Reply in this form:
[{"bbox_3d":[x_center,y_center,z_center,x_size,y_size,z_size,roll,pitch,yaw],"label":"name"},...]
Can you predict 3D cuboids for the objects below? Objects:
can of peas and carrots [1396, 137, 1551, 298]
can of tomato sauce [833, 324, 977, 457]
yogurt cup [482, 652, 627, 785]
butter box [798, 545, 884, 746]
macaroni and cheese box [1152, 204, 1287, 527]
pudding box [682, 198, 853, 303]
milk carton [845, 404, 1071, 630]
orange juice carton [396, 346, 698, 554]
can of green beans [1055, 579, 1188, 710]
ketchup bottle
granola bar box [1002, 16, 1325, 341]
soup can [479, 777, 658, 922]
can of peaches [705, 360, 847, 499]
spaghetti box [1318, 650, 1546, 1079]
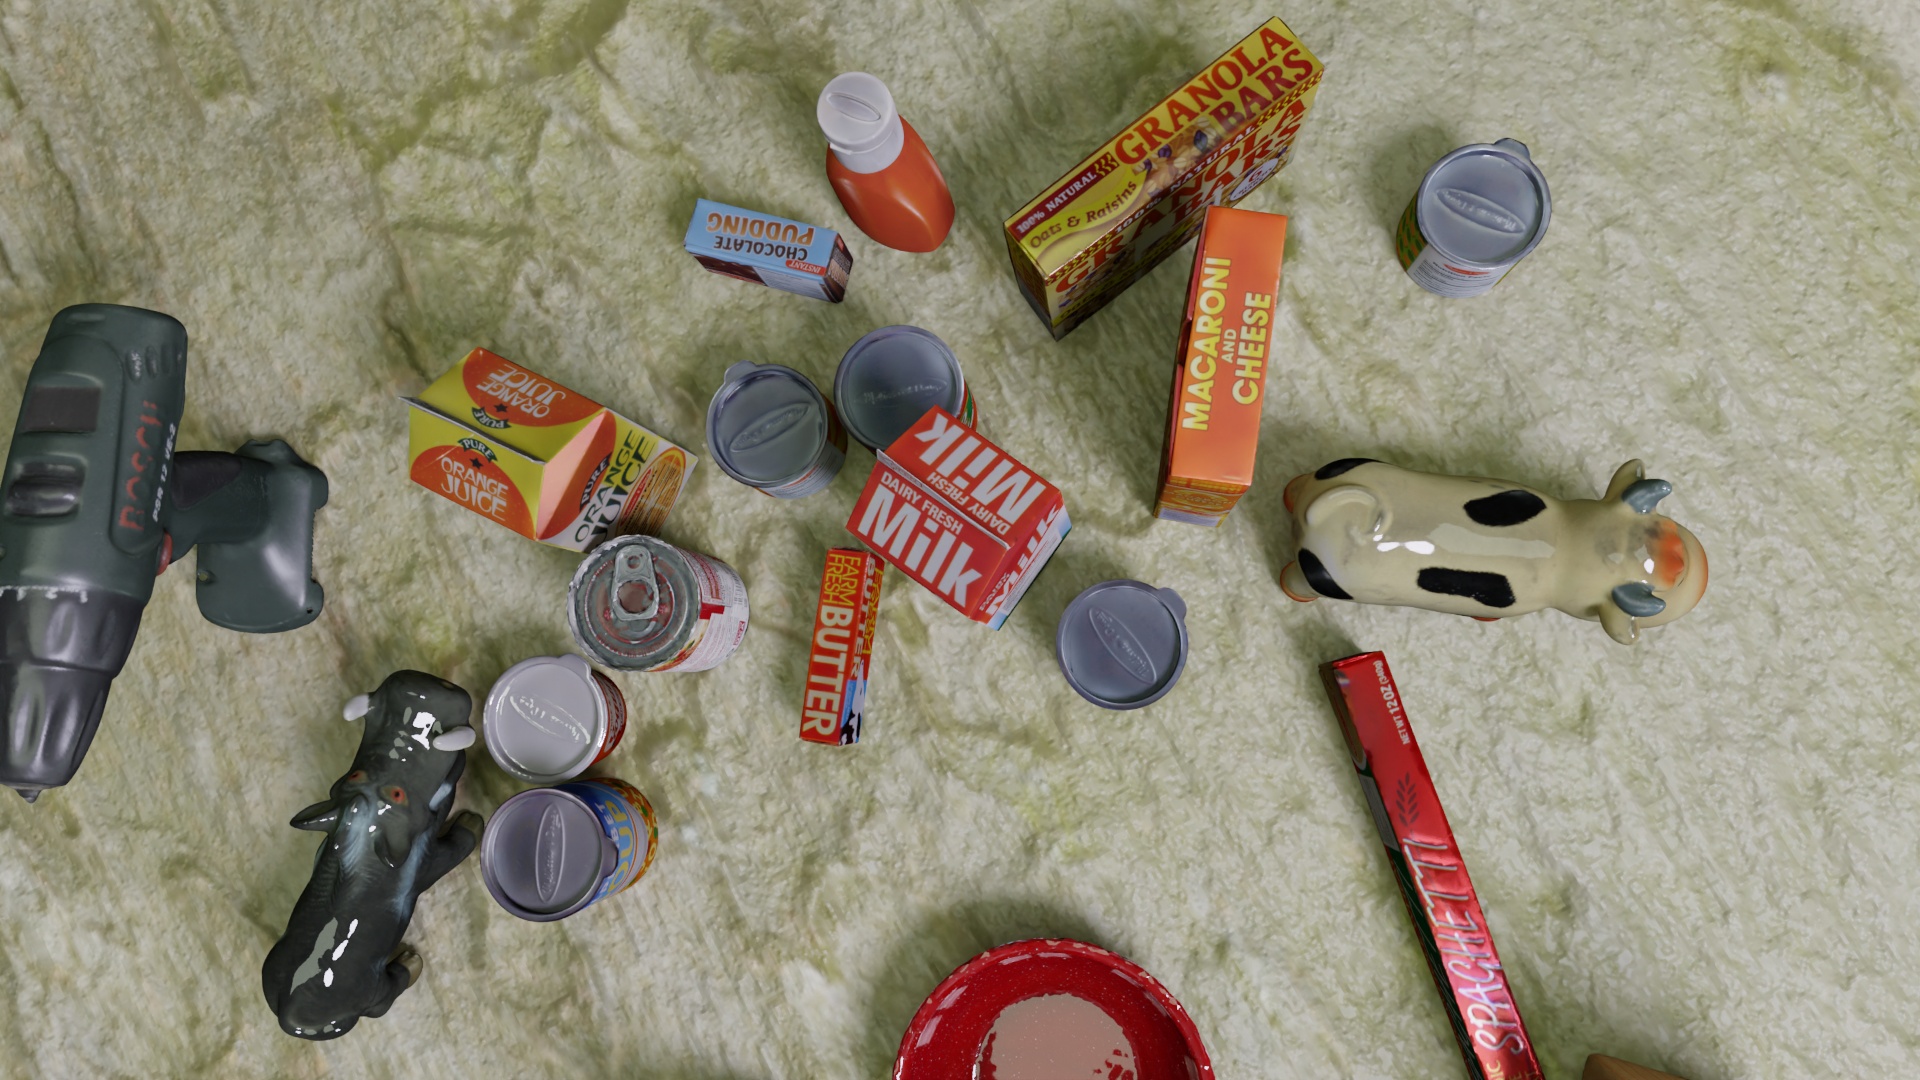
[{"bbox_3d":[0.268,-0.168,0.728,0.071,0.058,0.071,-1,84,6],"label":"can of peas and carrots"},{"bbox_3d":[-0.026,-0.070,0.736,0.071,0.083,0.071,-1,84,6],"label":"can of tomato sauce"},{"bbox_3d":[-0.216,0.096,0.753,0.072,0.054,0.072,-1,84,6],"label":"yogurt cup"},{"bbox_3d":[-0.063,0.057,0.742,0.024,0.053,0.103,8,85,7],"label":"butter box"},{"bbox_3d":[0.123,-0.077,0.679,0.040,0.166,0.124,8,85,7],"label":"macaroni and cheese box"},{"bbox_3d":[-0.106,-0.160,0.772,0.084,0.049,0.030,15,86,7],"label":"pudding box"},{"bbox_3d":[0.002,-0.008,0.672,0.072,0.190,0.073,35,89,8],"label":"milk carton"},{"bbox_3d":[-0.205,-0.040,0.697,0.072,0.192,0.073,26,88,8],"label":"orange juice carton"},{"bbox_3d":[0.084,0.055,0.724,0.071,0.058,0.071,-1,84,6],"label":"can of green beans"},{"bbox_3d":[-0.042,-0.193,0.718,0.065,0.148,0.043,25,88,8],"label":"ketchup bottle"},{"bbox_3d":[0.101,-0.181,0.714,0.165,0.124,0.039,-37,82,1],"label":"granola bar box"},{"bbox_3d":[-0.200,0.160,0.729,0.071,0.083,0.071,-1,84,6],"label":"soup can"},{"bbox_3d":[-0.099,-0.060,0.756,0.071,0.058,0.071,-1,84,6],"label":"can of peaches"},{"bbox_3d":[0.239,0.176,0.698,0.029,0.050,0.250,-19,82,4],"label":"spaghetti box"}]
